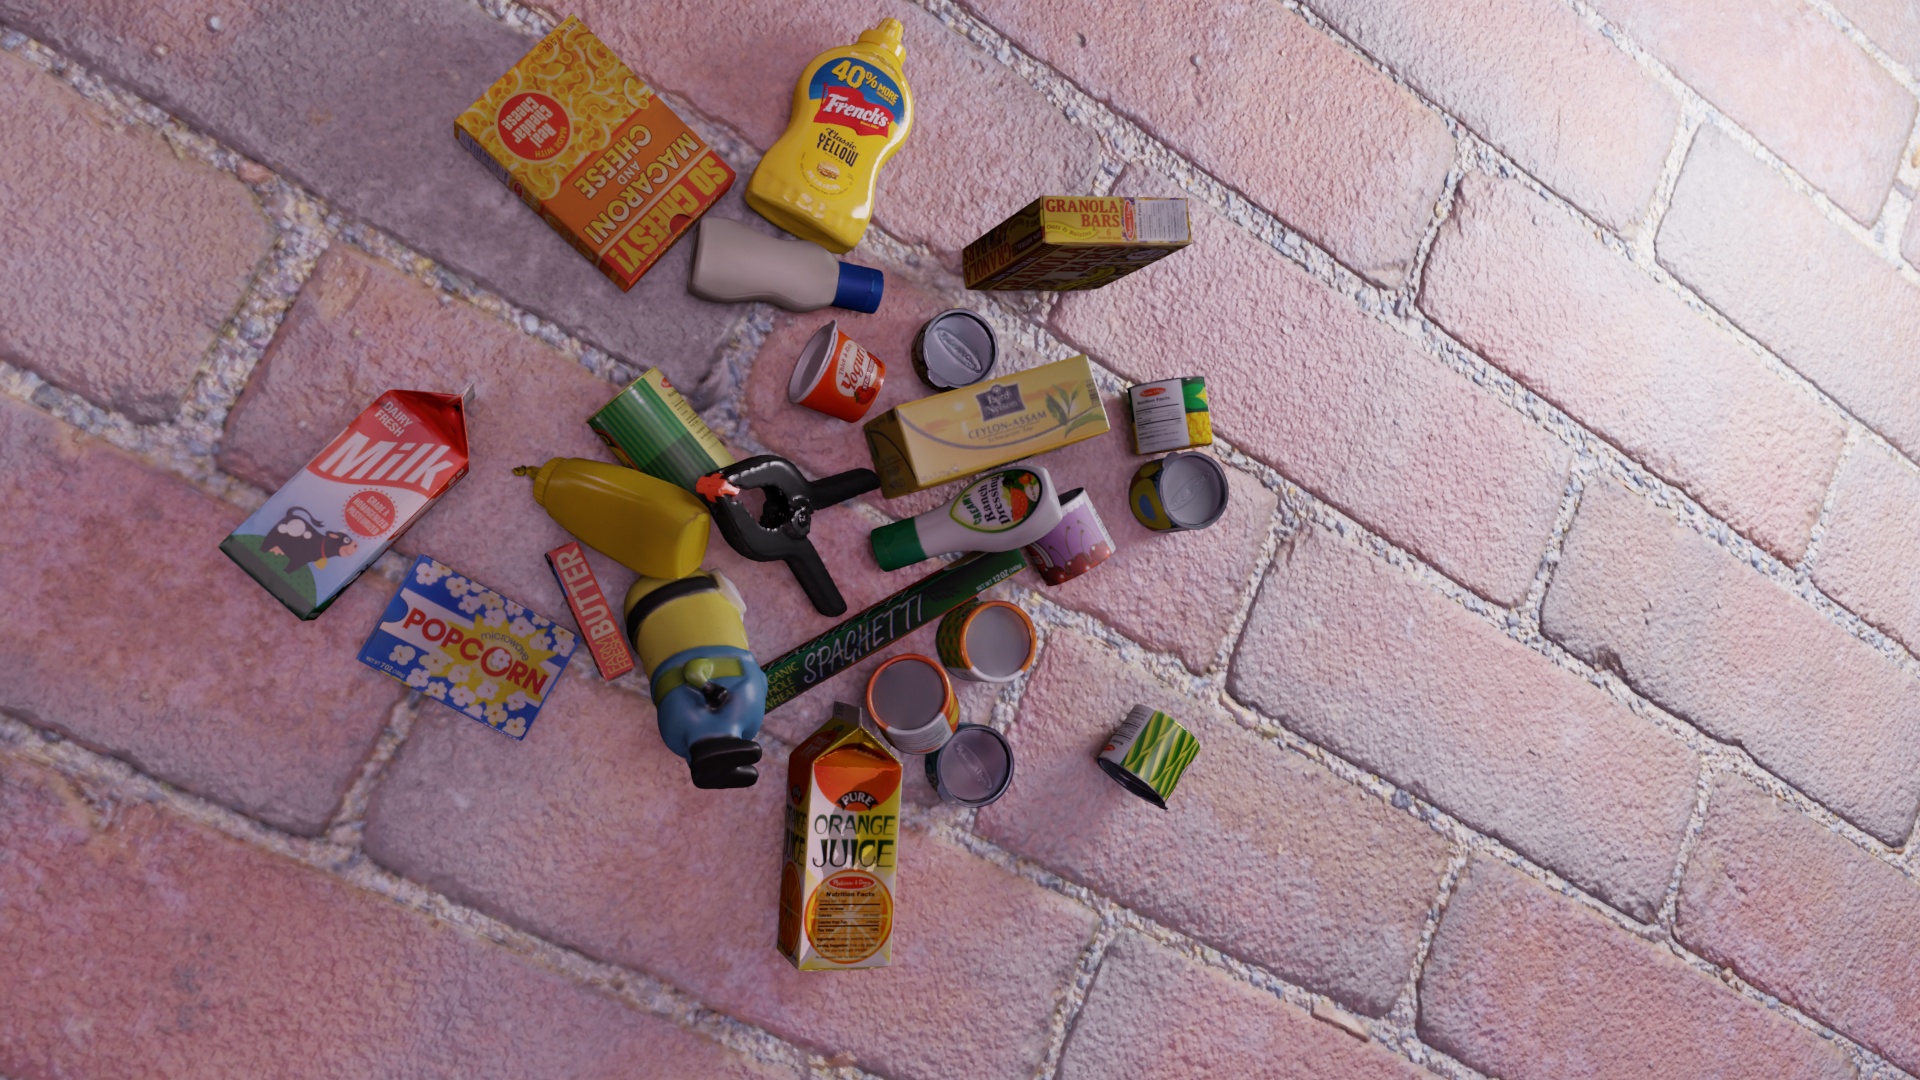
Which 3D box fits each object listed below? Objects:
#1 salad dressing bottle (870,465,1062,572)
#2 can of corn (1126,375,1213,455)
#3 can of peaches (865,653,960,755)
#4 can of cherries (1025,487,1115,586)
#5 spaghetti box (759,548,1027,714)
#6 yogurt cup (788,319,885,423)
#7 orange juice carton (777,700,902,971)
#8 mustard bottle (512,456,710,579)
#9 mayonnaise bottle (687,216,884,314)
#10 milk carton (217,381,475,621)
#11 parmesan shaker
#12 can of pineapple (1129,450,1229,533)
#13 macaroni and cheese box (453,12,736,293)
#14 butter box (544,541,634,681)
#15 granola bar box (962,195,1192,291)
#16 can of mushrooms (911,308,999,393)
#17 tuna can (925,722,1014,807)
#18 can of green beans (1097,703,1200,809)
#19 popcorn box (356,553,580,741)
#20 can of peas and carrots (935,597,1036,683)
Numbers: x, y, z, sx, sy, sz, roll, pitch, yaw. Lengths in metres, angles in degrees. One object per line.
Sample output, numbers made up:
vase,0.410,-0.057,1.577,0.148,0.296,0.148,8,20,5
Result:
salad dressing bottle,0.004,-0.014,1.090,0.147,0.044,0.064,-19,61,8
can of corn,0.179,-0.106,1.180,0.071,0.071,0.058,-8,90,-20
can of peaches,-0.037,0.125,1.075,0.071,0.058,0.071,-3,67,6
can of cherries,0.083,-0.002,1.137,0.072,0.071,0.058,-32,98,-19
spaghetti box,-0.062,0.066,1.086,0.251,0.050,0.028,-28,97,-19
yogurt cup,-0.095,-0.127,1.083,0.054,0.072,0.072,27,78,-25
orange juice carton,-0.091,0.220,1.053,0.073,0.071,0.192,5,85,-20
mustard bottle,-0.256,-0.026,1.001,0.160,0.049,0.065,24,115,17
mayonnaise bottle,-0.135,-0.208,1.086,0.148,0.041,0.065,9,86,-20
milk carton,-0.405,-0.038,0.958,0.073,0.072,0.191,45,73,-11
parmesan shaker,-0.218,-0.068,1.029,0.071,0.071,0.103,-42,101,-17
can of pineapple,0.184,-0.042,1.180,0.071,0.058,0.071,2,86,-20
macaroni and cheese box,-0.272,-0.288,1.042,0.166,0.040,0.124,43,74,-12
butter box,-0.270,0.051,1.011,0.024,0.053,0.103,-25,95,-18
granola bar box,0.088,-0.233,1.102,0.124,0.165,0.039,-4,89,-20
can of mushrooms,-0.006,-0.152,1.132,0.071,0.033,0.071,1,86,-21
tuna can,0.005,0.181,1.112,0.071,0.033,0.071,1,86,-20
can of green beans,0.156,0.177,1.150,0.071,0.071,0.058,41,74,-13
popcorn box,-0.347,0.077,0.989,0.126,0.038,0.085,31,78,-16
can of peas and carrots,0.021,0.078,1.111,0.071,0.058,0.071,1,86,-20
